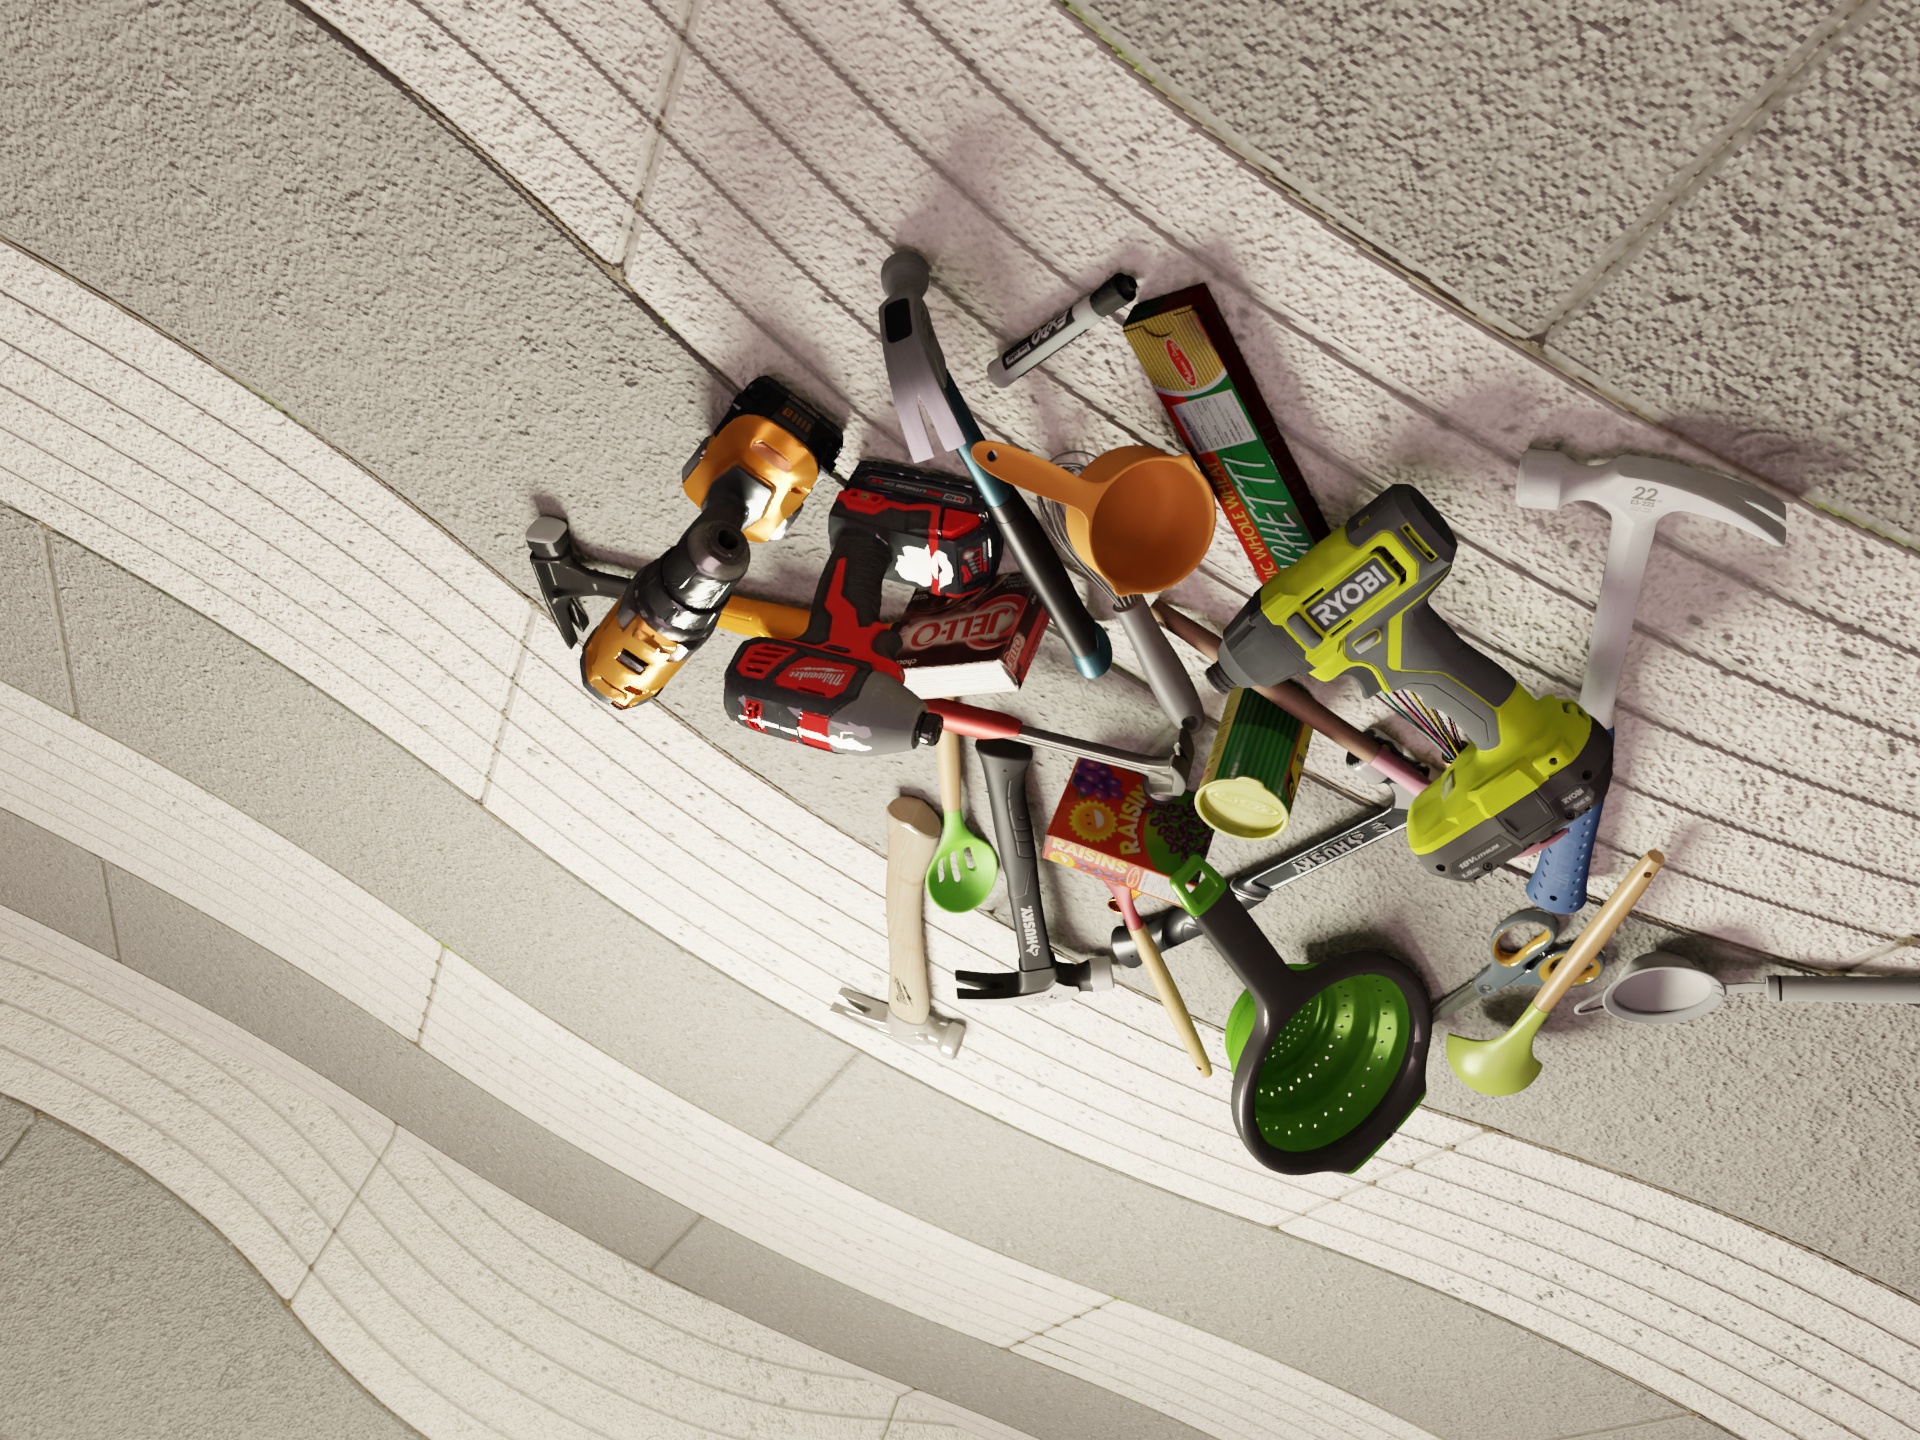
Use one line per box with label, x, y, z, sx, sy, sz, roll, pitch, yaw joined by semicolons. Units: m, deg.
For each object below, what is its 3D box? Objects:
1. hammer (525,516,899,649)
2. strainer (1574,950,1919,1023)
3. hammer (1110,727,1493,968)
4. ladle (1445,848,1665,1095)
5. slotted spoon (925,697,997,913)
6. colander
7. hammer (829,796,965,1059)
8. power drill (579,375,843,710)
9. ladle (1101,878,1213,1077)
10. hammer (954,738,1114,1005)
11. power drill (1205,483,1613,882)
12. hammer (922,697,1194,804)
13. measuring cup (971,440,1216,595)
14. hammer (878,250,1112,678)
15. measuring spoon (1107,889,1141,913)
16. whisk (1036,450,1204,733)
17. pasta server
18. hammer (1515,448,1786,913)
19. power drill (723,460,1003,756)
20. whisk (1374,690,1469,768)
hammer;-0.188;-0.081;1.284;0.337;0.034;0.127;13;141;16
strainer;0.590;0.196;1.172;0.258;0.050;0.086;-3;141;25
hammer;0.252;0.132;1.292;0.149;0.036;0.409;34;143;-13
ladle;0.460;0.194;1.225;0.078;0.062;0.320;18;136;5
slotted spoon;-0.007;0.054;1.343;0.031;0.070;0.313;55;159;41
colander;0.251;0.223;1.307;0.396;0.204;0.095;51;171;-35
hammer;-0.063;0.204;1.558;0.146;0.038;0.410;18;142;12
power drill;-0.157;-0.127;1.047;0.084;0.226;0.185;35;142;-14
ladle;0.161;0.197;1.373;0.069;0.031;0.315;7;133;48
hammer;0.048;0.138;1.386;0.146;0.035;0.334;-9;132;3
power drill;0.277;-0.014;0.987;0.223;0.080;0.171;45;118;-10
hammer;-0.002;-0.004;1.207;0.359;0.037;0.149;14;168;9
measuring cup;0.074;-0.141;0.977;0.173;0.052;0.095;19;104;-25
hammer;0.030;-0.142;1.041;0.033;0.128;0.330;-18;137;17
measuring spoon;0.157;0.135;1.372;0.021;0.011;0.116;28;140;-2
whisk;0.117;-0.081;1.083;0.055;0.055;0.238;-7;129;35
pasta server;0.266;0.003;1.092;0.316;0.040;0.060;35;166;10
hammer;0.417;-0.005;1.029;0.144;0.035;0.405;10;141;20
power drill;-0.052;-0.069;1.064;0.143;0.220;0.078;14;142;14
whisk;0.331;0.006;1.094;0.047;0.051;0.244;12;151;52
